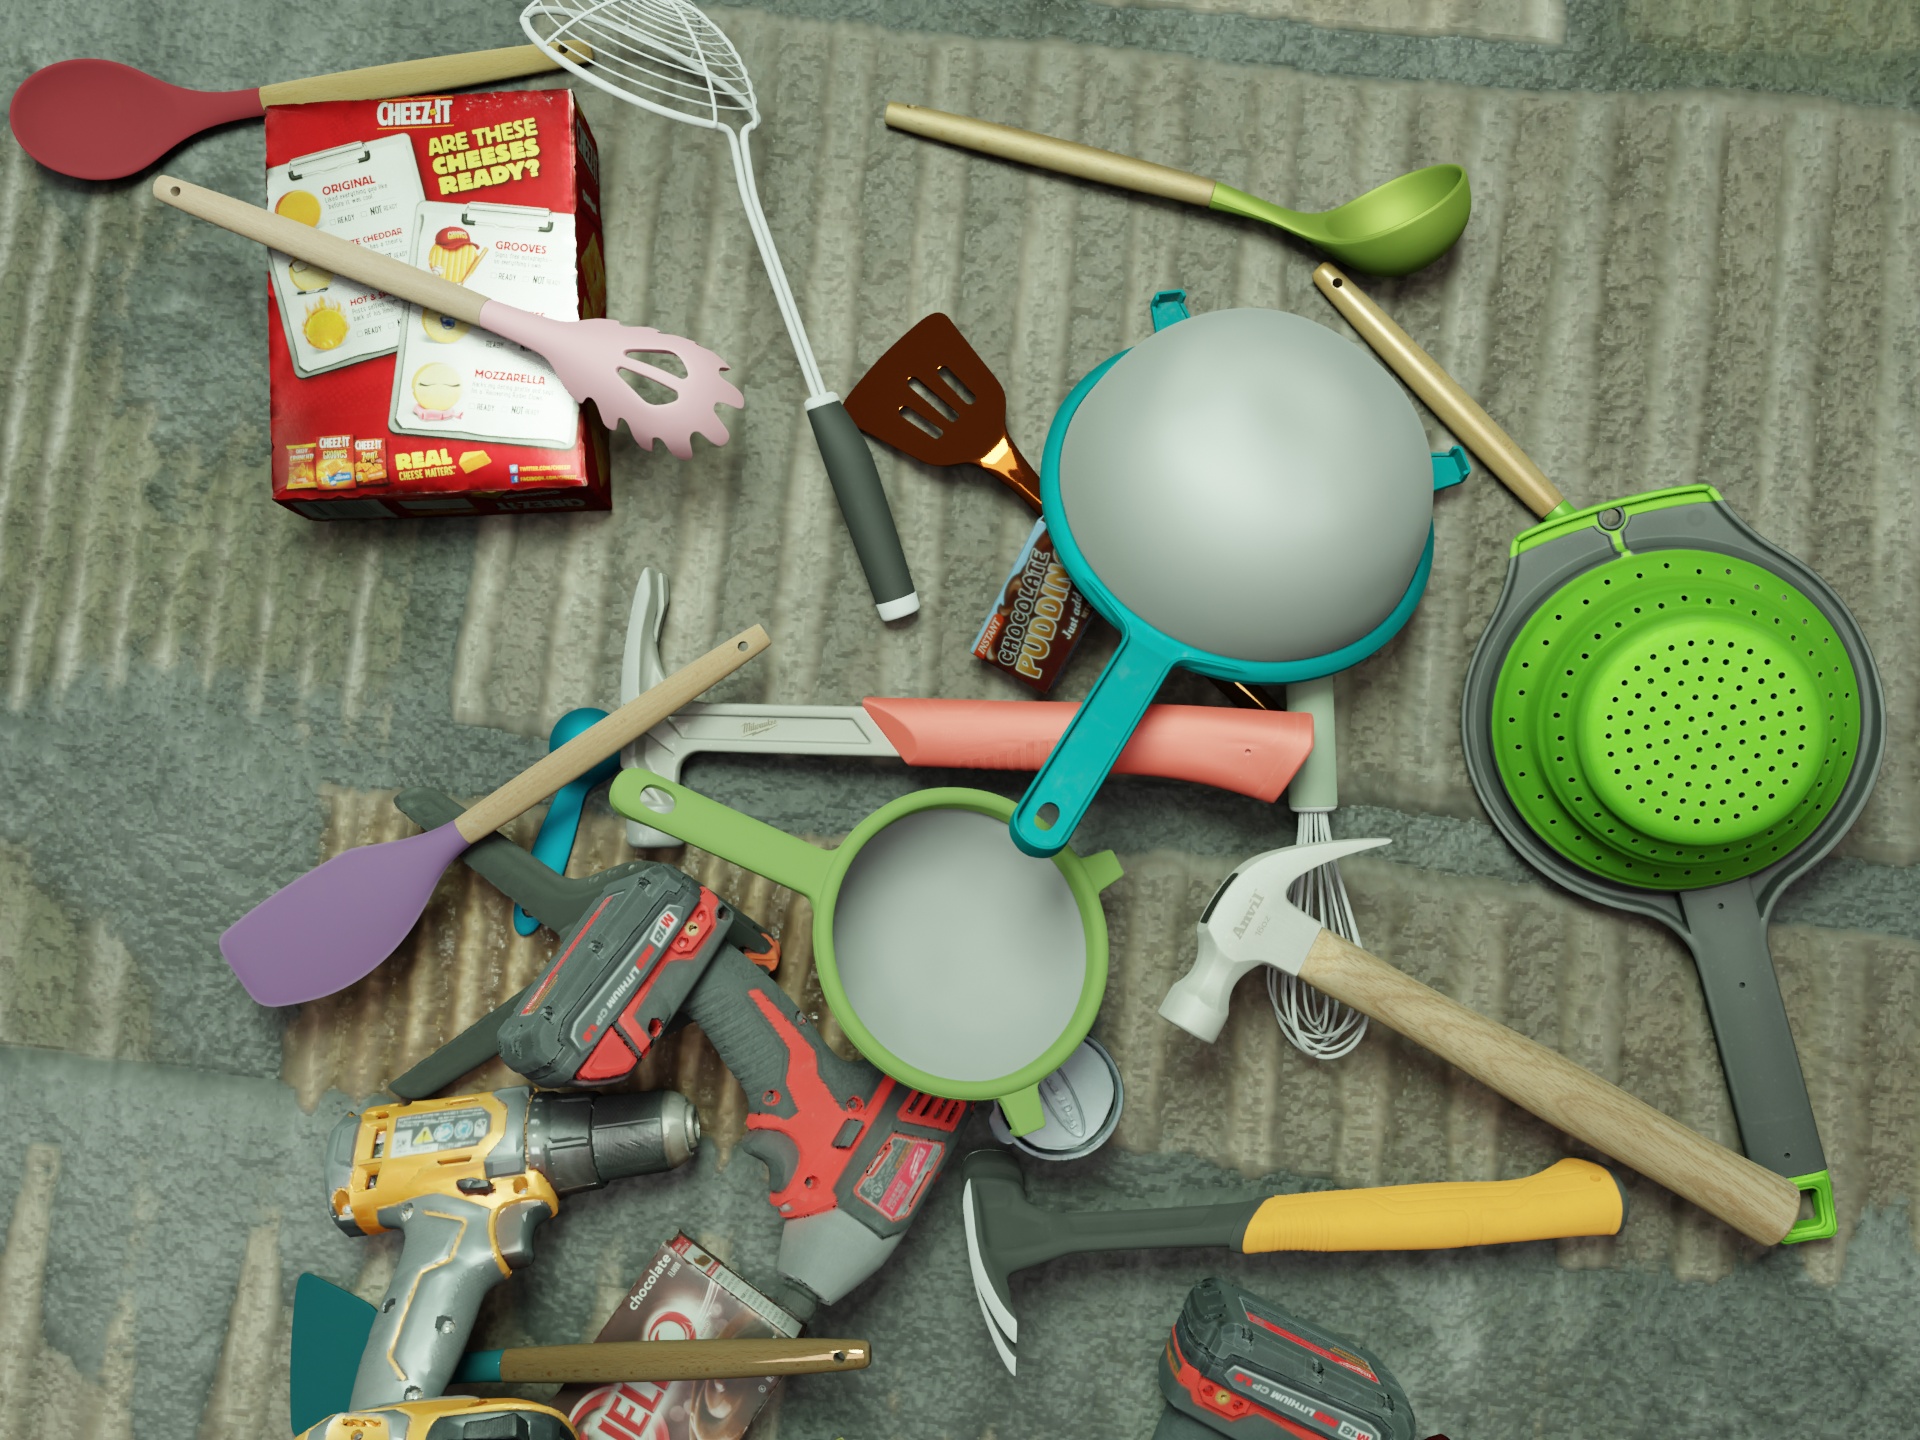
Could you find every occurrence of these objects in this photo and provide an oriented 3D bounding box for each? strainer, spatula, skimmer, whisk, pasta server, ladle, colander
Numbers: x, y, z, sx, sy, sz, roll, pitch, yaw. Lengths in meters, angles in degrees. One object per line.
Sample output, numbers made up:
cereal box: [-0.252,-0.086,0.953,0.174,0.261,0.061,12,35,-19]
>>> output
strainer: [0.119,-0.083,0.761,0.211,0.095,0.340,31,63,5]
strainer: [-0.054,0.091,0.775,0.256,0.069,0.152,25,64,-10]
spatula: [0.074,-0.090,0.861,0.322,0.041,0.081,44,89,-1]
skimmer: [-0.118,-0.218,0.845,0.090,0.127,0.363,-15,101,30]
whisk: [0.183,0.053,0.828,0.057,0.059,0.246,-1,89,-44]
pasta server: [-0.260,-0.211,0.801,0.316,0.040,0.060,22,84,5]
ladle: [0.114,-0.303,0.860,0.320,0.078,0.062,16,130,6]
colander: [0.380,0.081,0.790,0.204,0.094,0.397,-15,91,14]
spatula: [-0.230,0.044,0.808,0.316,0.018,0.060,-34,93,-4]
spatula: [-0.199,0.319,0.798,0.317,0.044,0.082,-4,78,7]
ladle: [-0.361,-0.350,0.883,0.315,0.031,0.069,-9,88,-2]

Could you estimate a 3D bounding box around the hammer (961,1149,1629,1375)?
hammer: [0.172,0.255,0.795,0.337,0.127,0.034,-2,114,-5]

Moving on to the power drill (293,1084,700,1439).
power drill: [-0.218,0.276,0.760,0.185,0.084,0.226,-8,44,-1]

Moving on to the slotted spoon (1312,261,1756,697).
slotted spoon: [0.303,-0.134,0.858,0.070,0.031,0.314,-43,84,4]

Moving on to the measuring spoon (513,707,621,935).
measuring spoon: [-0.216,0.054,0.851,0.042,0.021,0.128,18,87,2]

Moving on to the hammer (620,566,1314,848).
hammer: [-0.001,-0.003,0.822,0.359,0.036,0.149,1,87,10]

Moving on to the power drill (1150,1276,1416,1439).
power drill: [0.146,0.421,0.794,0.188,0.080,0.227,26,89,3]

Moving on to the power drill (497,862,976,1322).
power drill: [-0.106,0.182,0.776,0.219,0.078,0.143,40,64,-15]

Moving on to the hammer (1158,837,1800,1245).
hammer: [0.270,0.166,0.789,0.331,0.031,0.130,29,85,-3]

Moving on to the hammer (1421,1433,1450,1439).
hammer: [0.046,0.395,0.752,0.386,0.038,0.143,-26,73,16]
